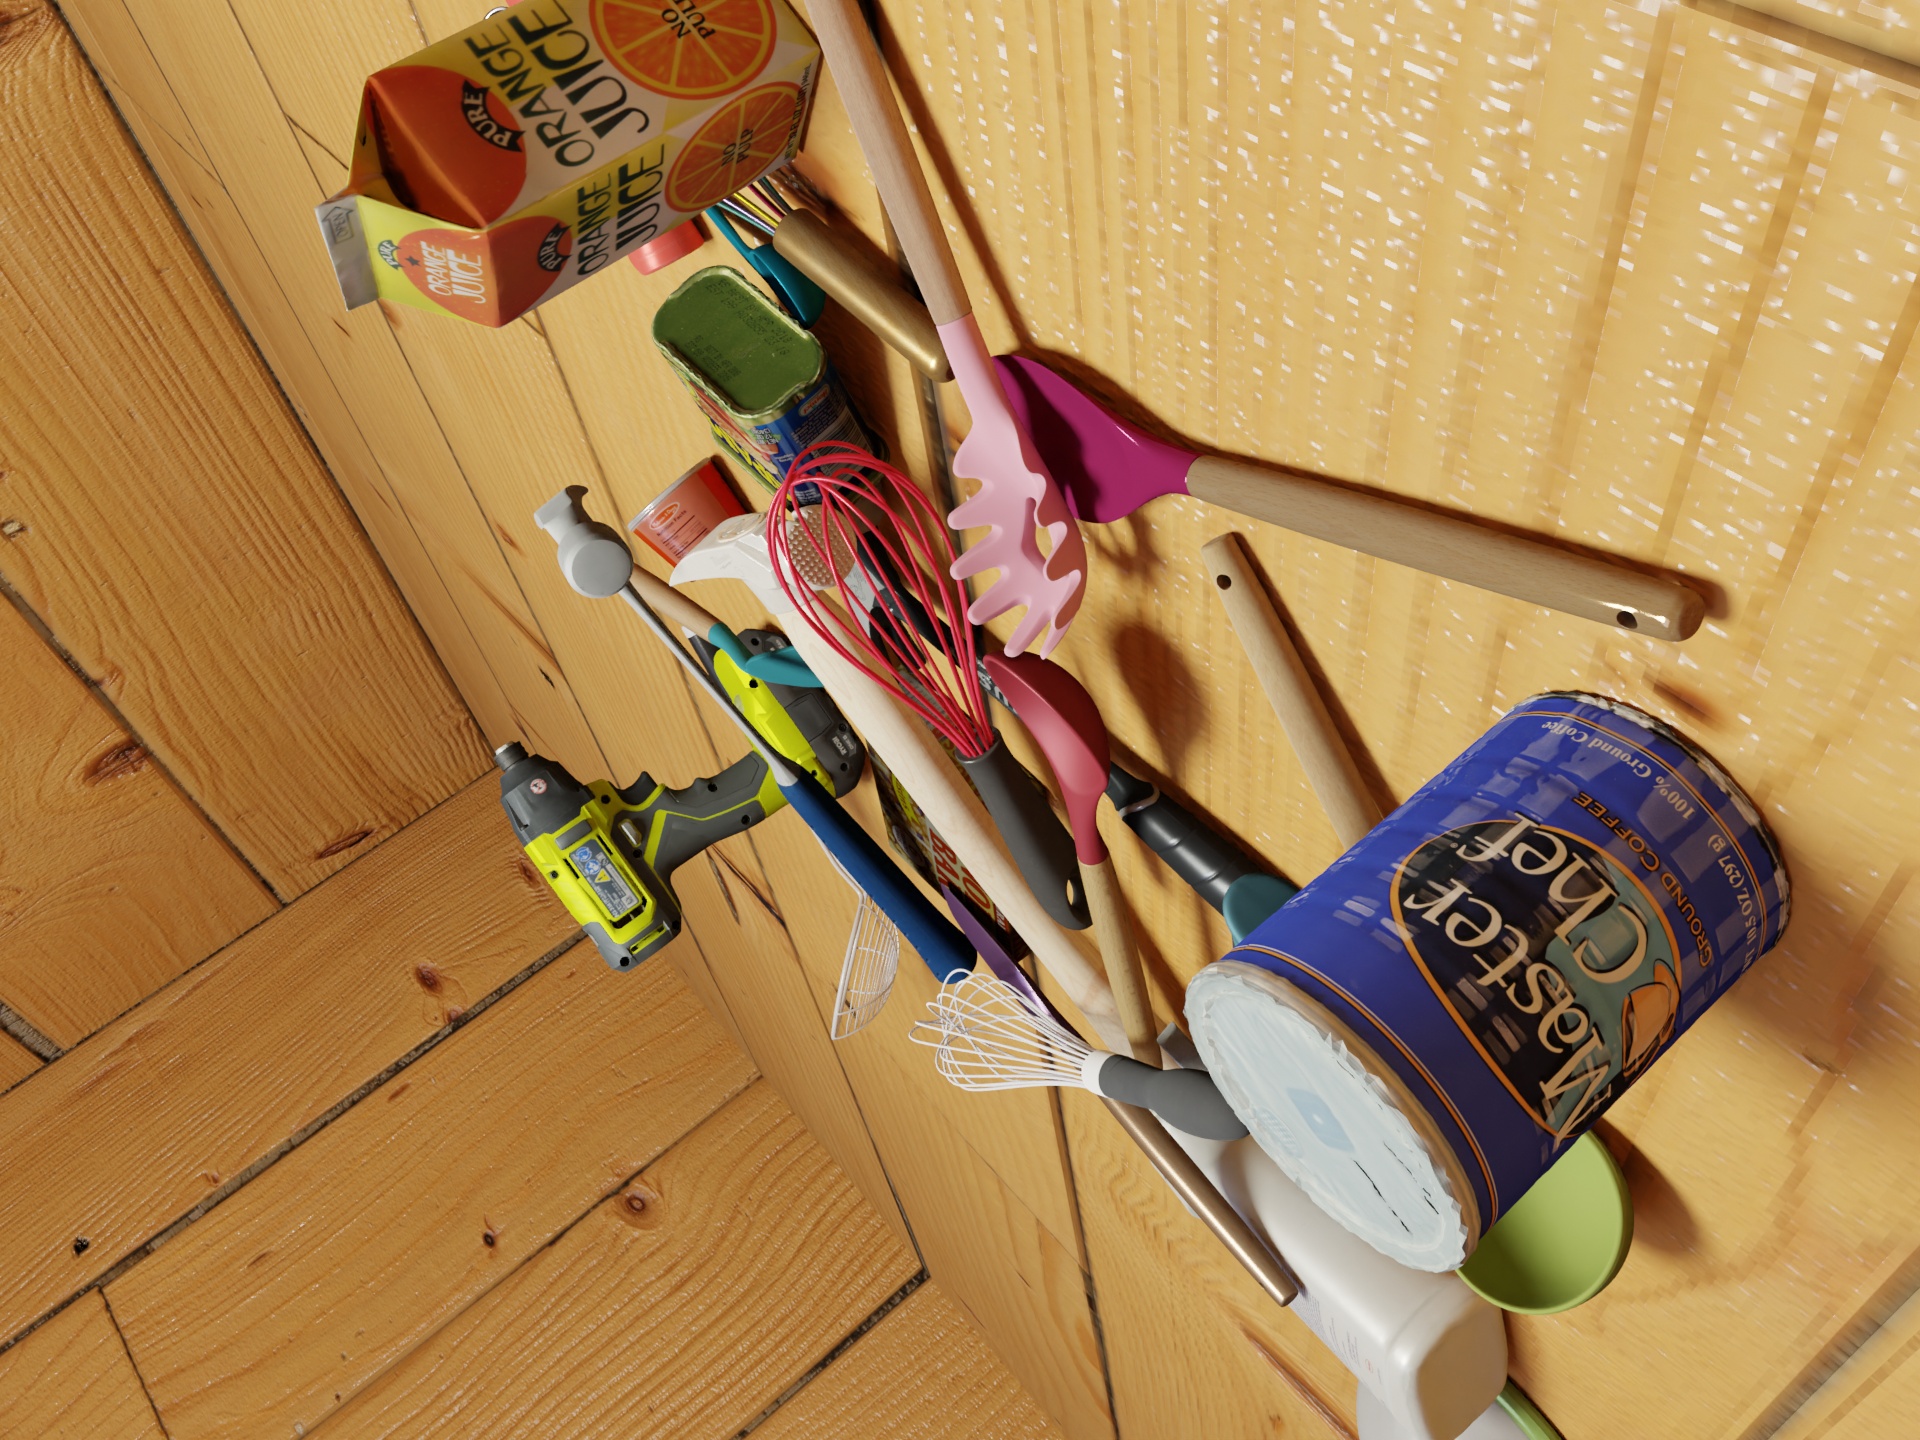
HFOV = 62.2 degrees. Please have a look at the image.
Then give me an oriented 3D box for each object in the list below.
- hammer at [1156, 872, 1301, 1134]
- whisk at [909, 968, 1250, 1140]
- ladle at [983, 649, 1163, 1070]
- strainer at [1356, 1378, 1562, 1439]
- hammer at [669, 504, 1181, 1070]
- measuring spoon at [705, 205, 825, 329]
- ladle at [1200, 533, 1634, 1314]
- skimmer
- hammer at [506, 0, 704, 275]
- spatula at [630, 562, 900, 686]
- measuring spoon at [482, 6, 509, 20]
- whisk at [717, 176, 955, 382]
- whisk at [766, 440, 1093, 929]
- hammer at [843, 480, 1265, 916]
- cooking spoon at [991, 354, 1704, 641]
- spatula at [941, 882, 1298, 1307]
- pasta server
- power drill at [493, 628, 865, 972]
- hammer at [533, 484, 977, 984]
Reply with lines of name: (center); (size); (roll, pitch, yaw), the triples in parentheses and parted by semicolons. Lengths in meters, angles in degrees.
hammer: (0.138, 0.141, 0.693); (0.128, 0.033, 0.330); (40, 167, 25)
whisk: (0.057, 0.179, 0.829); (0.285, 0.070, 0.070); (-1, 123, 60)
ladle: (0.067, 0.080, 0.744); (0.069, 0.031, 0.315); (40, 158, 43)
strainer: (0.233, 0.375, 0.901); (0.257, 0.069, 0.151); (40, 157, 32)
hammer: (0.003, 0.060, 0.836); (0.410, 0.038, 0.146); (53, 155, -22)
measuring spoon: (-0.095, -0.226, 0.733); (0.129, 0.021, 0.042); (52, 178, 34)
ladle: (0.160, 0.079, 0.587); (0.078, 0.062, 0.320); (-19, 105, 42)
skimmer: (-0.150, 0.089, 1.286); (0.363, 0.090, 0.127); (61, -169, -14)
hammer: (-0.215, -0.376, 0.720); (0.149, 0.037, 0.358); (17, 139, 61)
spatula: (-0.163, -0.074, 1.019); (0.082, 0.044, 0.318); (18, -171, -47)
measuring spoon: (-0.200, -0.316, 0.821); (0.124, 0.018, 0.034); (48, 123, 0)
whisk: (-0.084, -0.222, 0.679); (0.245, 0.051, 0.047); (43, 180, 18)
whisk: (-0.001, -0.002, 0.715); (0.073, 0.073, 0.295); (29, 156, 52)
hammer: (0.070, 0.031, 0.750); (0.409, 0.036, 0.149); (42, 159, 31)
cooking spoon: (0.097, -0.075, 0.524); (0.319, 0.017, 0.068); (30, 147, 51)
spatula: (0.080, 0.204, 0.904); (0.316, 0.018, 0.059); (46, 163, 37)
pasta server: (-0.018, -0.169, 0.578); (0.060, 0.040, 0.316); (8, 127, 53)
power drill: (-0.194, 0.041, 1.098); (0.171, 0.223, 0.080); (55, 161, -3)
hammer: (-0.108, 0.021, 0.931); (0.405, 0.035, 0.144); (52, 175, -34)
